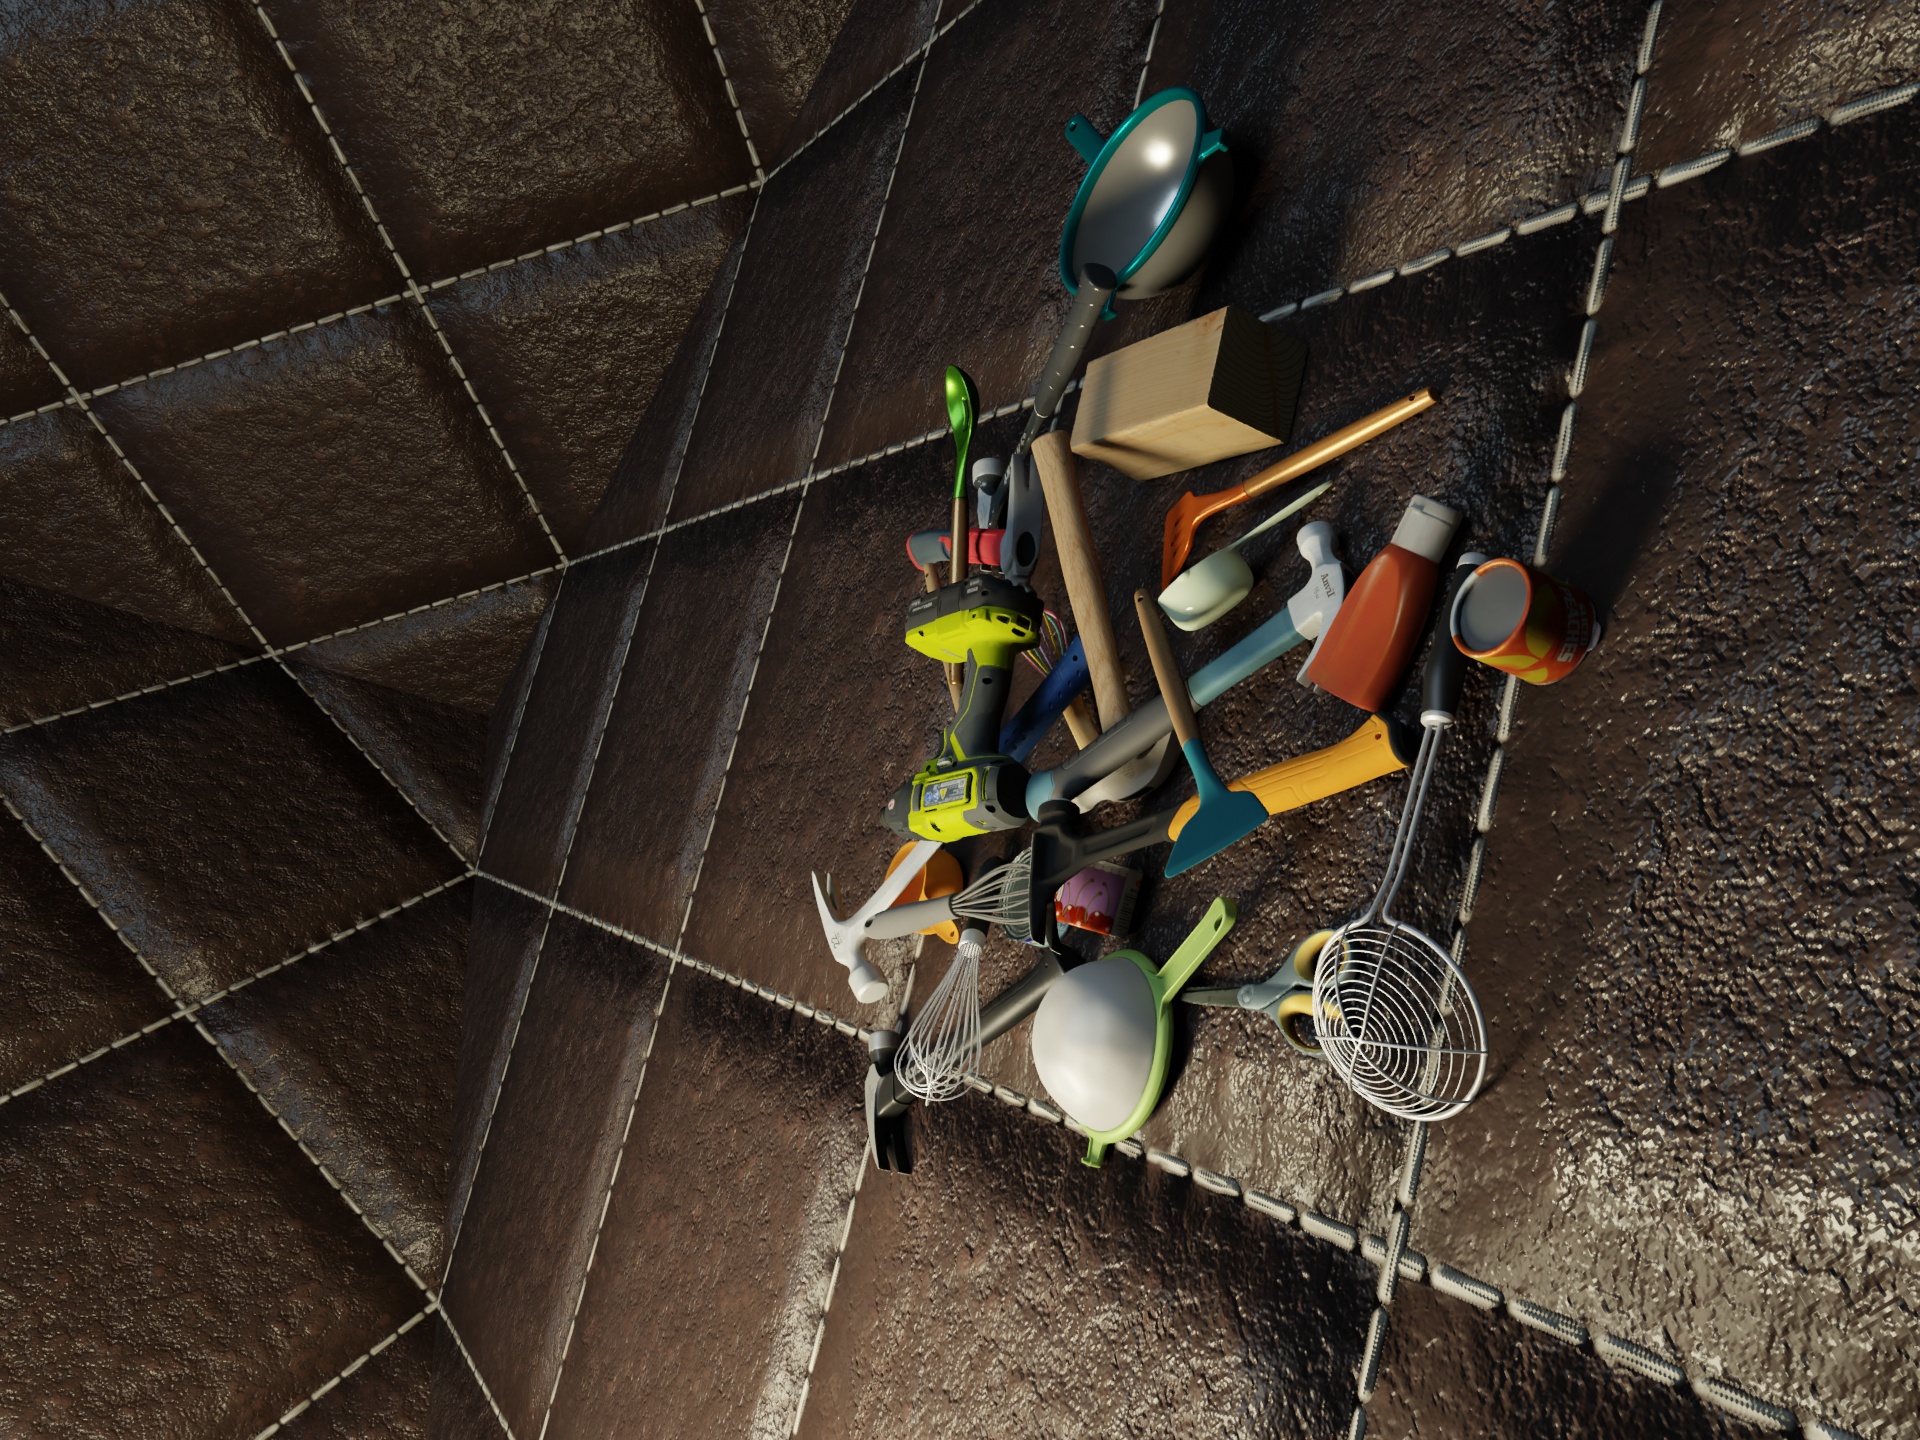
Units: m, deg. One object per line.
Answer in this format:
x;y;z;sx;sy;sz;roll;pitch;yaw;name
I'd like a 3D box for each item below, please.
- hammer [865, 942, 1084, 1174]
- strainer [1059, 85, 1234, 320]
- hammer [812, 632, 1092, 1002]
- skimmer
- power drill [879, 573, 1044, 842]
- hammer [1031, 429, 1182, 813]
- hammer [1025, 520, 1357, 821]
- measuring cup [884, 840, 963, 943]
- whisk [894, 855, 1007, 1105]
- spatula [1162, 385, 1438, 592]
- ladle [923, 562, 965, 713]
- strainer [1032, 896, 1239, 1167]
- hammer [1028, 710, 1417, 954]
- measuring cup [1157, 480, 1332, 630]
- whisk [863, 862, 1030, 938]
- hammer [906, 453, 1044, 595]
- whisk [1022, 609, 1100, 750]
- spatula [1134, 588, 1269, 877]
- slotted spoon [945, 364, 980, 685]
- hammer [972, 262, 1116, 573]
0.007;0.293;1.438;0.334;0.035;0.146;-45;36;42;hammer
0.180;-0.518;1.559;0.211;0.095;0.341;-55;29;25;strainer
-0.003;0.077;1.474;0.405;0.035;0.144;-51;50;22;hammer
0.308;0.067;1.017;0.127;0.090;0.363;-10;55;55;skimmer
-0.002;-0.005;1.415;0.171;0.080;0.223;-15;61;46;power drill
0.114;-0.094;1.358;0.130;0.031;0.331;-21;73;32;hammer
0.175;-0.016;1.251;0.331;0.033;0.128;-37;43;31;hammer
-0.018;0.181;1.540;0.174;0.052;0.095;37;106;60;measuring cup
0.002;0.219;1.400;0.070;0.070;0.285;-48;15;39;whisk
0.258;-0.193;1.285;0.322;0.041;0.081;-24;53;51;spatula
-0.011;-0.030;1.593;0.078;0.062;0.320;-39;51;38;ladle
0.120;0.213;1.210;0.152;0.069;0.256;-100;32;-44;strainer
0.181;0.073;1.166;0.337;0.034;0.127;-25;46;39;hammer
0.234;-0.128;1.264;0.167;0.083;0.038;-36;79;22;measuring cup
-0.004;0.166;1.400;0.239;0.055;0.055;-20;55;42;whisk
0.009;-0.196;1.638;0.386;0.038;0.143;-156;69;-73;hammer
0.094;-0.033;1.474;0.047;0.051;0.245;-45;41;22;whisk
0.163;-0.006;1.184;0.082;0.044;0.318;-34;38;19;spatula
0.000;-0.191;1.558;0.070;0.031;0.314;174;98;-74;slotted spoon
0.075;-0.295;1.552;0.408;0.036;0.149;118;154;-61;hammer
